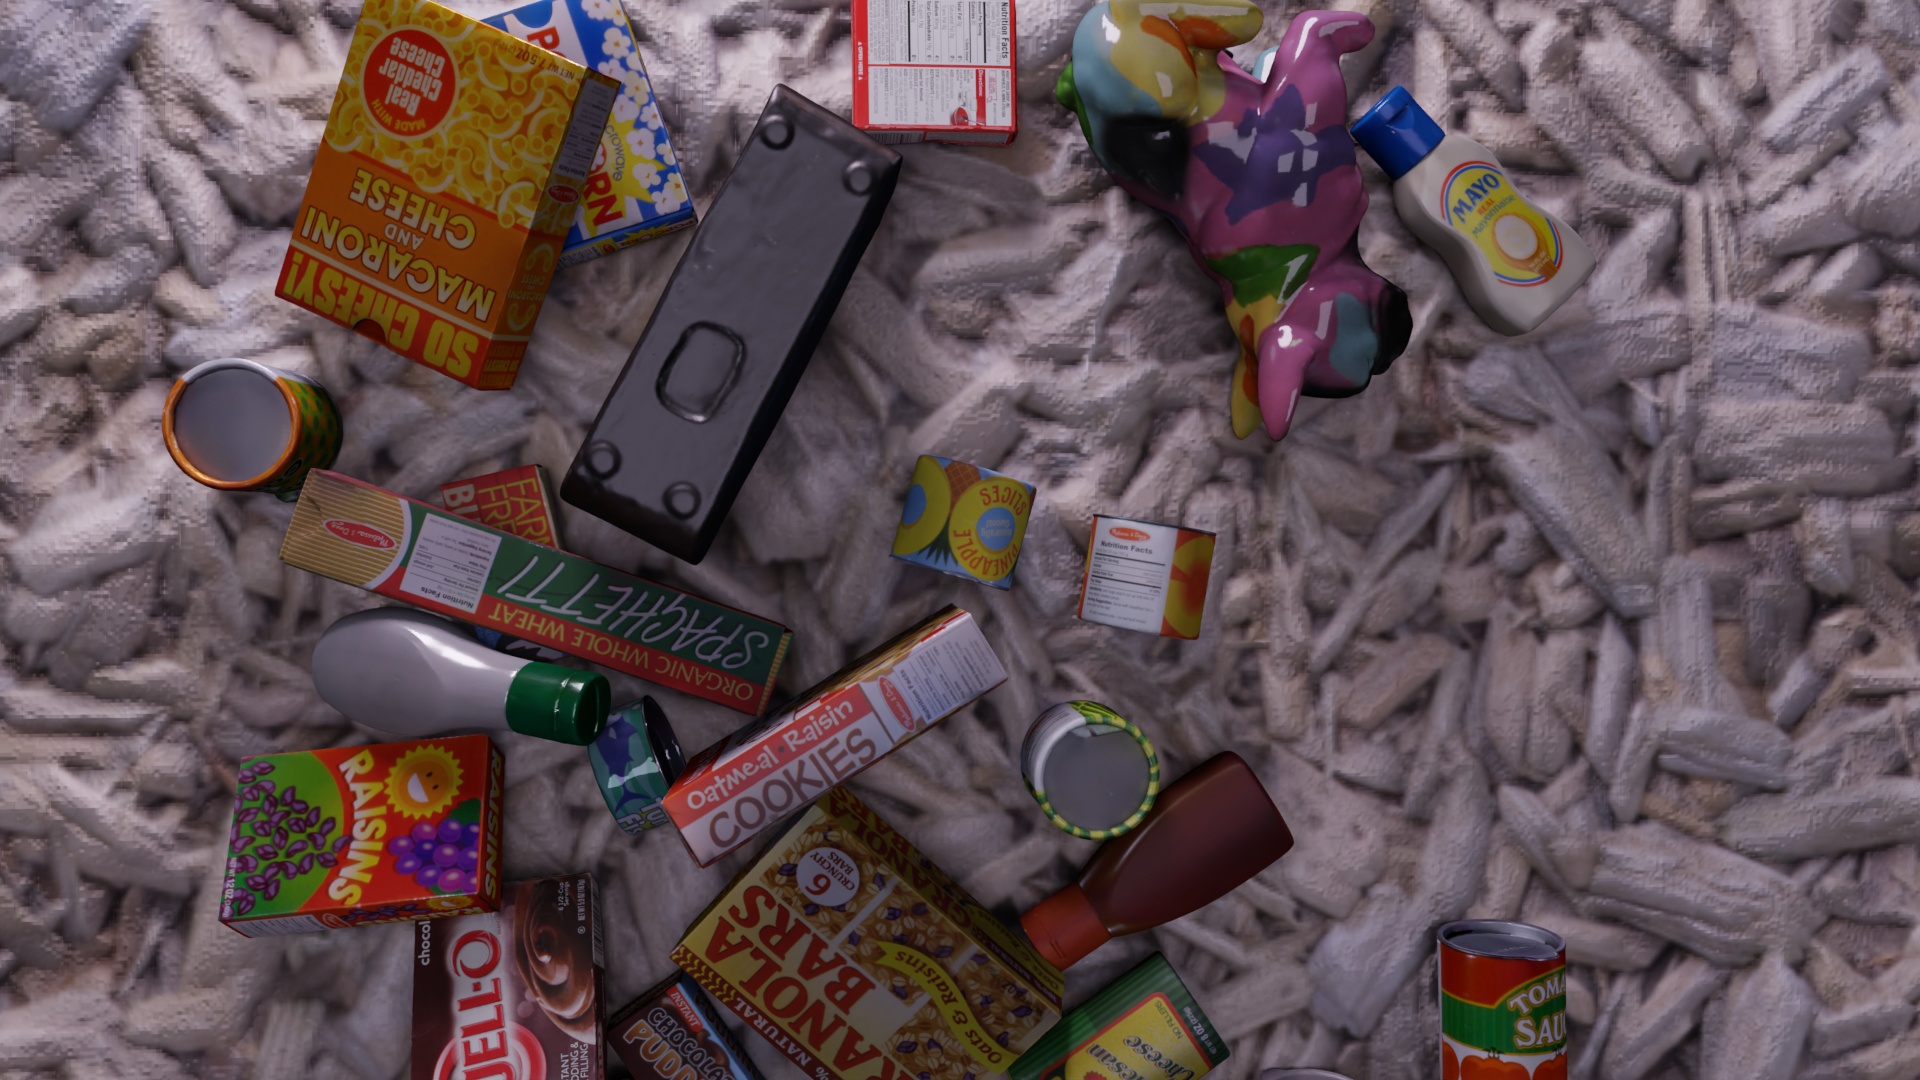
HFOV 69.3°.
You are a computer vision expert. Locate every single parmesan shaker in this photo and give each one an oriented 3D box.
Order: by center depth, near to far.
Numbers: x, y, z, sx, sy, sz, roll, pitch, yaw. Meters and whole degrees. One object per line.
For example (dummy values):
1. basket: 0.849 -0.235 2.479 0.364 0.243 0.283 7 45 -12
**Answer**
1. parmesan shaker: 0.081 0.272 0.737 0.103 0.071 0.071 -35 93 -4

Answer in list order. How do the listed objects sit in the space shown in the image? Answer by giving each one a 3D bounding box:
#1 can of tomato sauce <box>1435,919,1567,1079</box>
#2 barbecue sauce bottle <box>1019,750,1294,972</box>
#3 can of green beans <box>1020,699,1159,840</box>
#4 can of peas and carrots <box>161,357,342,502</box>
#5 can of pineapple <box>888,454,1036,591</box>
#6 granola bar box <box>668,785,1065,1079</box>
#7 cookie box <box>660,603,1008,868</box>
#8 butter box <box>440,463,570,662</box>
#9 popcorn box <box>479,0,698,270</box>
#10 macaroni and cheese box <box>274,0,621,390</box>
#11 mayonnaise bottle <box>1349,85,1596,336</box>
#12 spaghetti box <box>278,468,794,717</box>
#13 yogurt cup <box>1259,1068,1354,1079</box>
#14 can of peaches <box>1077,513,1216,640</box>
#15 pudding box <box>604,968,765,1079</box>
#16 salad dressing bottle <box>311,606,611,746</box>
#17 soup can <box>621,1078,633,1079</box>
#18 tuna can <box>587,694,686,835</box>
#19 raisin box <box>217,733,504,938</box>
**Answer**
1. can of tomato sauce: 0.295 0.257 0.754 0.071 0.071 0.083 -1 91 -5
2. barbecue sauce bottle: 0.103 0.178 0.750 0.148 0.044 0.065 -33 98 -4
3. can of green beans: 0.068 0.121 0.739 0.071 0.058 0.071 0 90 -5
4. can of peas and carrots: -0.356 -0.054 0.702 0.071 0.058 0.071 0 90 -4
5. can of pineapple: 0.003 -0.009 0.728 0.071 0.071 0.058 16 89 -5
6. granola bar box: -0.048 0.222 0.722 0.165 0.039 0.124 42 106 -4
7. cookie box: -0.062 0.093 0.695 0.167 0.123 0.040 -31 92 -4
8. butter box: -0.233 0.015 0.730 0.053 0.024 0.103 -14 92 -5
9. popcorn box: -0.198 -0.214 0.726 0.085 0.038 0.126 -19 92 -4
10. macaroni and cheese box: -0.257 -0.174 0.690 0.124 0.040 0.166 25 100 9
11. mayonnaise bottle: 0.278 -0.184 0.766 0.065 0.041 0.148 -45 94 -1
12. spaghetti box: -0.210 0.028 0.704 0.250 0.028 0.050 19 88 -6
13. yogurt cup: 0.193 0.327 0.749 0.072 0.072 0.054 0 98 -5
14. can of peaches: 0.100 0.019 0.740 0.071 0.071 0.058 9 90 -5
15. pudding box: -0.143 0.276 0.735 0.050 0.030 0.083 -34 93 -5
16. salad dressing bottle: -0.249 0.072 0.695 0.148 0.044 0.064 10 107 14
17. soup can: -0.198 0.323 0.712 0.084 0.071 0.071 -25 93 -5
18. tuna can: -0.164 0.118 0.714 0.033 0.071 0.071 -22 92 -3
19. raisin box: -0.297 0.149 0.700 0.123 0.040 0.086 -5 61 -4
